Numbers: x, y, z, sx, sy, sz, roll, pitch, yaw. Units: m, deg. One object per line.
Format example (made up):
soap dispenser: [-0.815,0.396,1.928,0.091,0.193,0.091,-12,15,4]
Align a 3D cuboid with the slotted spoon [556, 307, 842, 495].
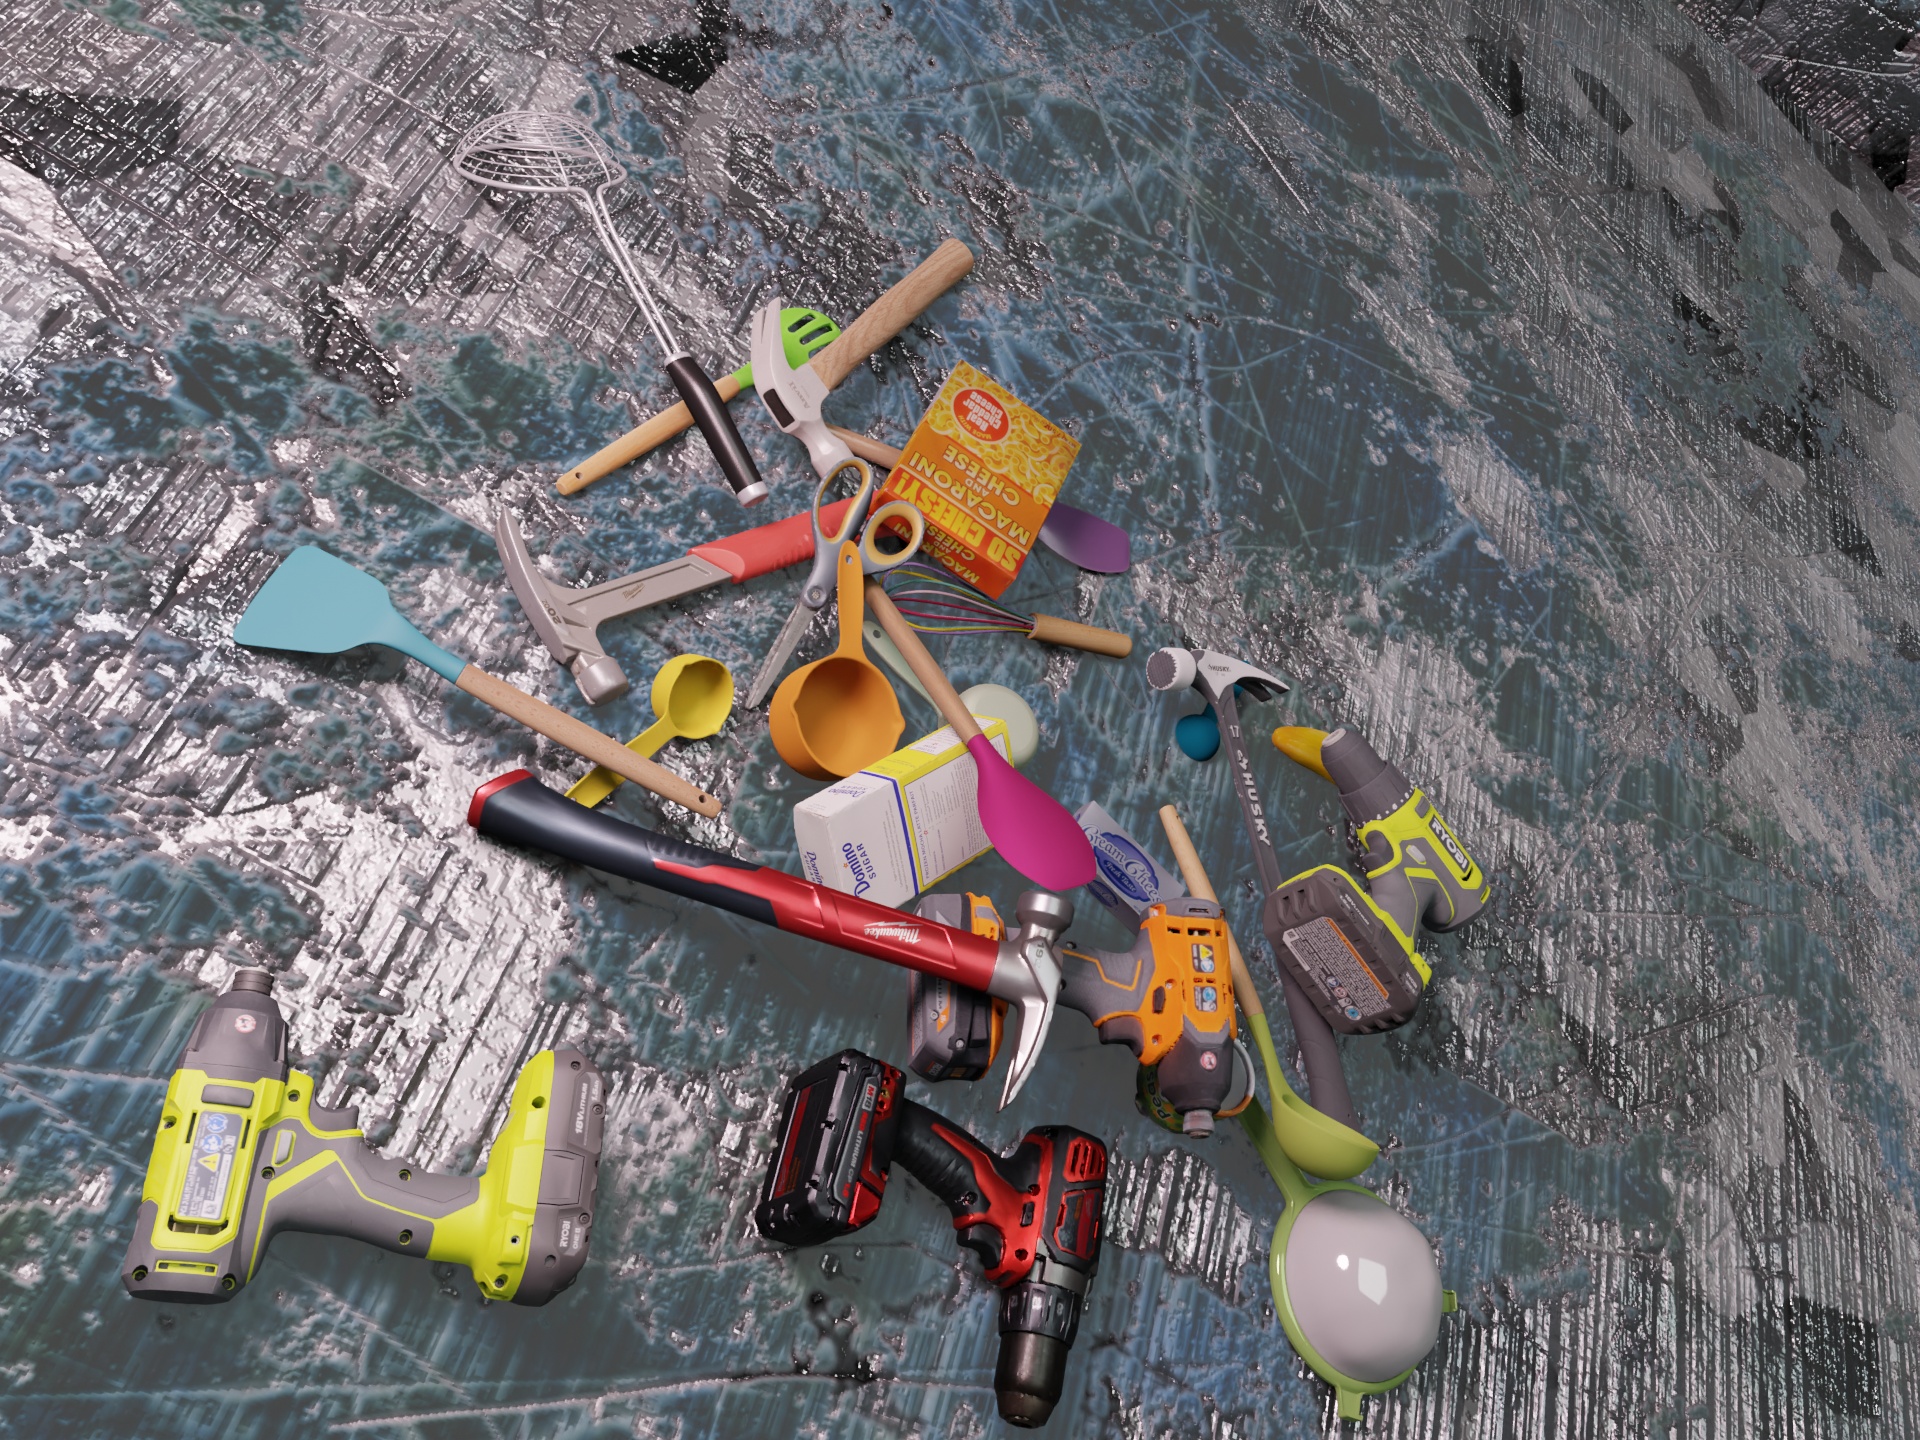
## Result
slotted spoon: [-0.191,-0.247,1.227,0.070,0.031,0.314,51,52,-4]

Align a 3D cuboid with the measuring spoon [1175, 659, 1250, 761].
measuring spoon: [0.225,-0.015,1.361,0.042,0.021,0.129,43,53,-5]

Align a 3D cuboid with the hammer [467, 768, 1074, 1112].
hammer: [-0.125,0.125,1.003,0.386,0.038,0.143,18,64,-5]

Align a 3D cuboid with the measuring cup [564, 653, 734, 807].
measuring cup: [-0.218,0.012,1.071,0.156,0.029,0.062,-43,132,-26]

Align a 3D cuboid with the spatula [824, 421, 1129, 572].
spatula: [0.011,-0.189,1.325,0.315,0.018,0.060,19,57,-23]

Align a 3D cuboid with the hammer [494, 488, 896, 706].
hammer: [-0.158,-0.132,1.180,0.359,0.036,0.149,-25,80,-38]

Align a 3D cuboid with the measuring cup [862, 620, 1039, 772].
measuring cup: [-0.008,-0.023,1.211,0.167,0.038,0.083,44,51,-7]

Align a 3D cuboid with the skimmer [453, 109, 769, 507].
skimmer: [-0.253,-0.308,1.196,0.127,0.090,0.363,-26,85,-42]

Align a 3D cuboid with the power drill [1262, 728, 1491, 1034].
power drill: [0.329,0.124,1.276,0.190,0.080,0.228,53,41,-4]

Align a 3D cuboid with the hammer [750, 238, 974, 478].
hammer: [-0.070,-0.328,1.314,0.130,0.031,0.331,54,41,-17]

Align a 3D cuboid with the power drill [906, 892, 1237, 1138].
power drill: [0.080,0.200,1.087,0.226,0.084,0.164,5,62,-12]

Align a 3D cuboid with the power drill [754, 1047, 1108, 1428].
power drill: [-0.011,0.324,1.006,0.226,0.080,0.188,28,54,-20]

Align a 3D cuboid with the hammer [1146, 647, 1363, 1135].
hammer: [0.254,0.136,1.277,0.149,0.036,0.409,2,68,-42]

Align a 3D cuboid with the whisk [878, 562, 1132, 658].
whisk: [0.038,-0.076,1.268,0.244,0.051,0.047,11,26,-32]

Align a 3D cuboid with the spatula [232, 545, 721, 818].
spatula: [-0.296,-0.014,1.016,0.317,0.044,0.082,30,56,-12]

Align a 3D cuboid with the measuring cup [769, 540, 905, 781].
measuring cup: [-0.092,-0.041,1.140,0.095,0.052,0.174,10,73,-35]

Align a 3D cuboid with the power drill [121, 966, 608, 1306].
power drill: [-0.315,0.231,0.867,0.223,0.080,0.171,14,59,-22]

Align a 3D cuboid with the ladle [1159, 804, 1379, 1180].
ladle: [0.222,0.194,1.199,0.078,0.062,0.320,26,36,-50]

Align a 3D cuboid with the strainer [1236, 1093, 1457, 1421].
strainer: [0.277,0.362,1.163,0.151,0.069,0.256,-26,83,-38]

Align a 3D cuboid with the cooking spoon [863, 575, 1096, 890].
cooking spoon: [-0.002,-0.004,1.120,0.068,0.017,0.319,-14,52,-30]
